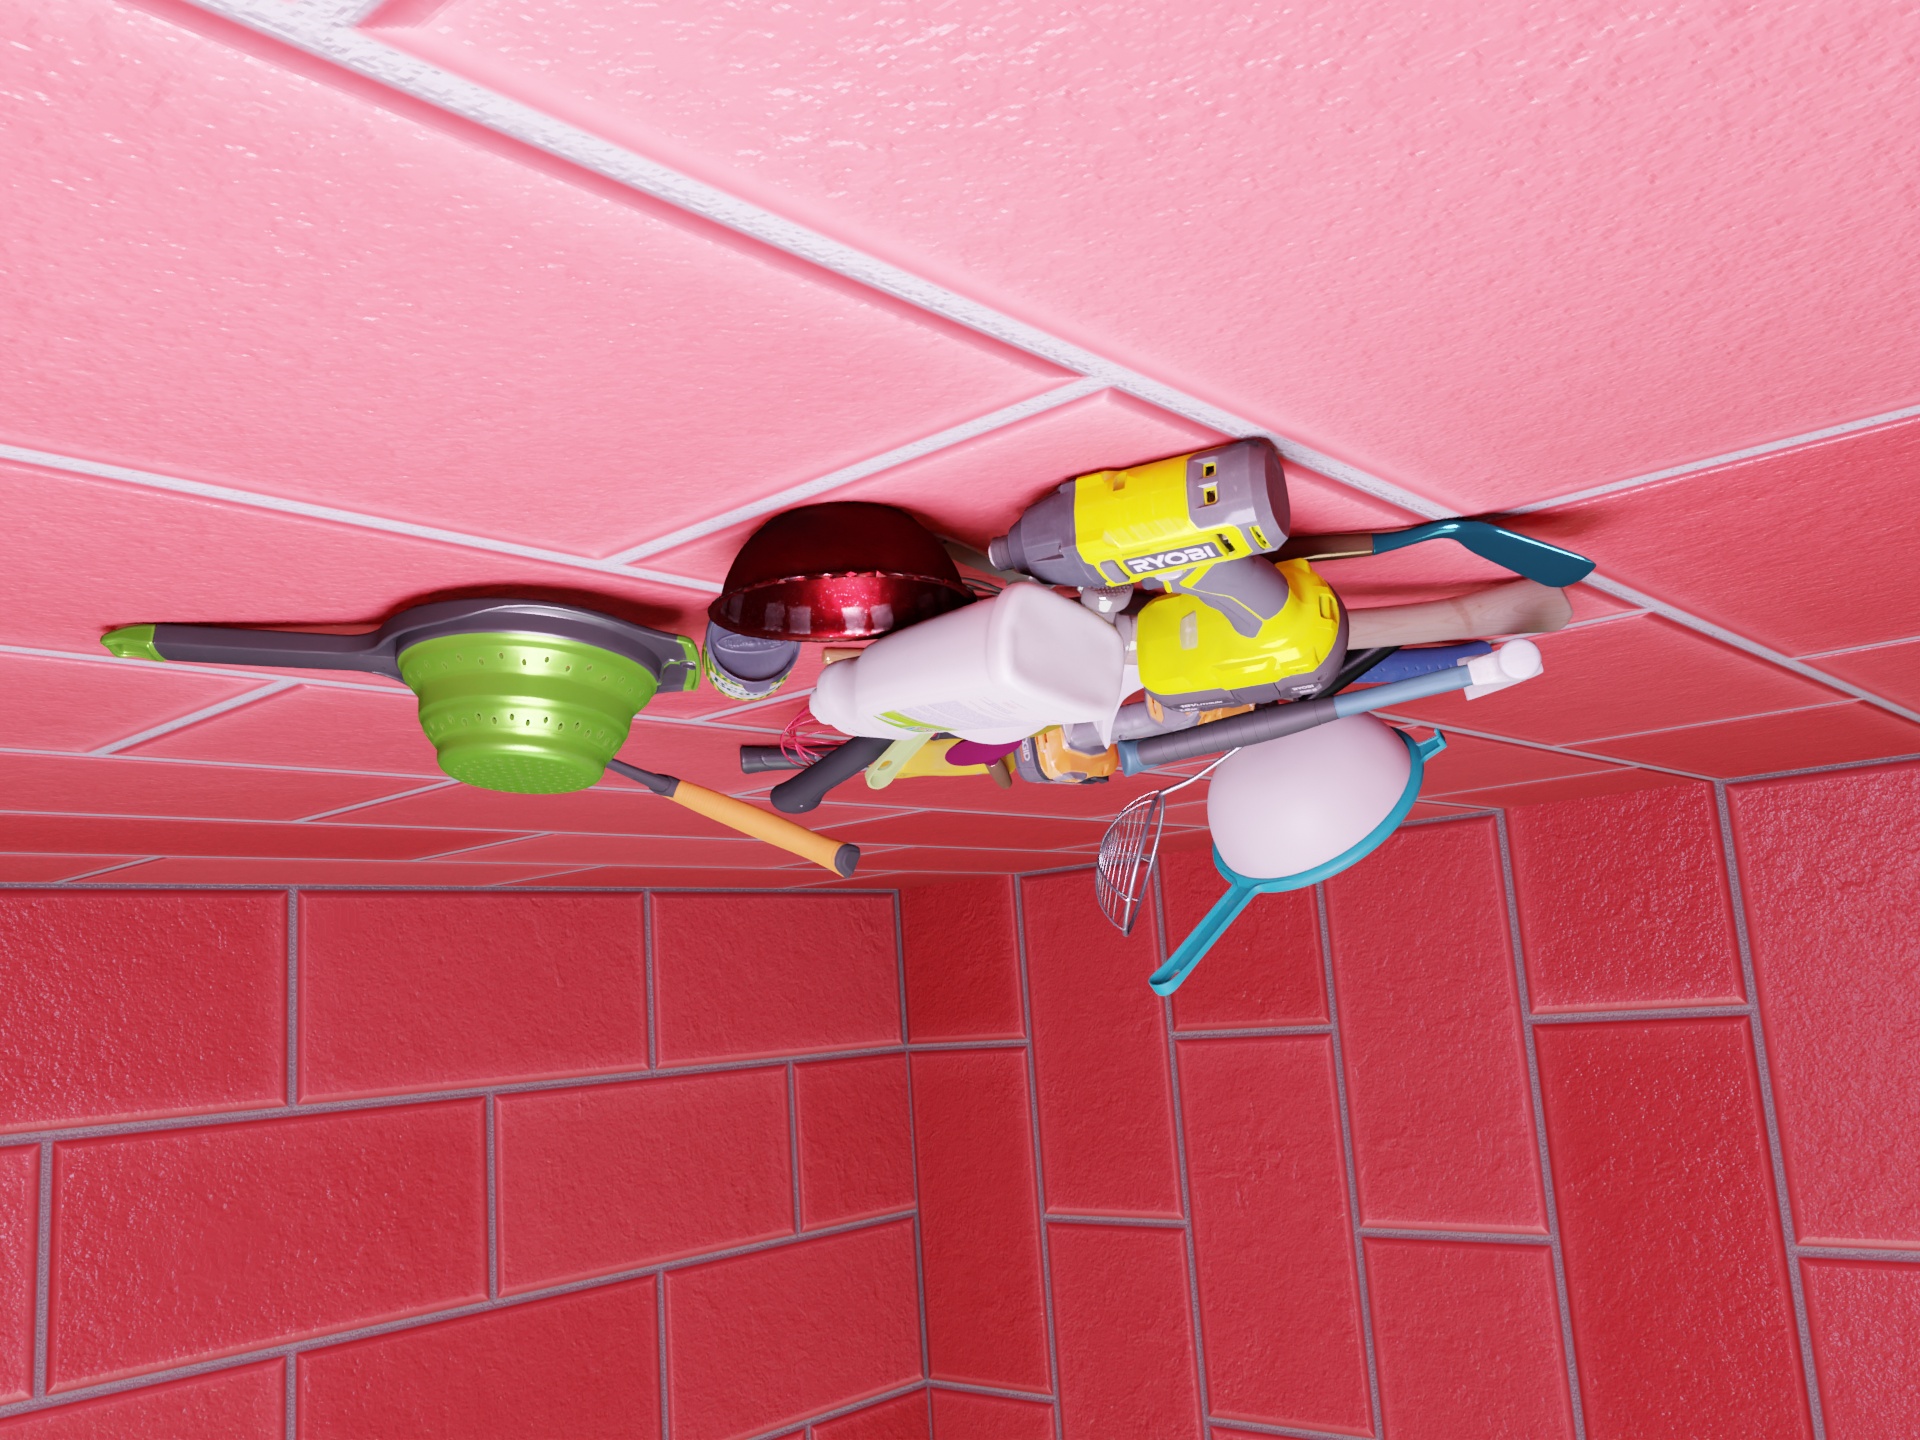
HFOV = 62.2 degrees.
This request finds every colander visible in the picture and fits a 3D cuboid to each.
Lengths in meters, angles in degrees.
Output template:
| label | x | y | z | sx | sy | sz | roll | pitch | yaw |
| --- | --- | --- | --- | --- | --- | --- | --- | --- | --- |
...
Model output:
| label | x | y | z | sx | sy | sz | roll | pitch | yaw |
| --- | --- | --- | --- | --- | --- | --- | --- | --- | --- |
| colander | -0.380 | -0.009 | 1.086 | 0.397 | 0.095 | 0.204 | 3 | 162 | -7 |

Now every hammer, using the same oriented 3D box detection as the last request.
| label | x | y | z | sx | sy | sz | roll | pitch | yaw |
| --- | --- | --- | --- | --- | --- | --- | --- | --- | --- |
| hammer | -0.044 | 0.040 | 1.775 | 0.408 | 0.036 | 0.149 | -1 | 168 | -17 |
| hammer | 0.265 | -0.060 | 1.173 | 0.410 | 0.038 | 0.146 | -5 | 137 | -17 |
| hammer | -0.252 | 0.071 | 1.474 | 0.337 | 0.034 | 0.127 | 23 | 168 | -3 |
| hammer | 0.278 | -0.008 | 1.231 | 0.331 | 0.033 | 0.128 | -14 | 175 | 19 |
| hammer | 0.289 | -0.041 | 1.343 | 0.405 | 0.035 | 0.144 | -3 | 143 | -29 |
| hammer | -0.062 | 0.007 | 1.359 | 0.146 | 0.035 | 0.334 | 11 | 149 | -39 |

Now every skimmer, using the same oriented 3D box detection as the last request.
| label | x | y | z | sx | sy | sz | roll | pitch | yaw |
| --- | --- | --- | --- | --- | --- | --- | --- | --- | --- |
| skimmer | 0.253 | 0.045 | 1.330 | 0.363 | 0.090 | 0.127 | -38 | 178 | 18 |

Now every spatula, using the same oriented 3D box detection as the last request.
| label | x | y | z | sx | sy | sz | roll | pitch | yaw |
| --- | --- | --- | --- | --- | --- | --- | --- | --- | --- |
| spatula | 0.245 | -0.103 | 1.046 | 0.317 | 0.044 | 0.082 | -4 | 174 | 4 |

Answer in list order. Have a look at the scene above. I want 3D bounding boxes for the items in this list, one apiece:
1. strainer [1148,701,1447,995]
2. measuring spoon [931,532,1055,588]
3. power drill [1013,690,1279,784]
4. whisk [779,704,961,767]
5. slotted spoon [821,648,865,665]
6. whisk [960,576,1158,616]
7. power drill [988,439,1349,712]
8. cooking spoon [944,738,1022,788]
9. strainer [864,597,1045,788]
| label | x | y | z | sx | sy | sz | roll | pitch | yaw |
| --- | --- | --- | --- | --- | --- | --- | --- | --- | --- |
| strainer | 0.257 | 0.091 | 1.404 | 0.340 | 0.095 | 0.211 | -46 | -156 | -21 |
| measuring spoon | 0.019 | -0.108 | 1.031 | 0.034 | 0.018 | 0.124 | -12 | 161 | 39 |
| power drill | 0.186 | 0.004 | 1.549 | 0.226 | 0.084 | 0.185 | -17 | 166 | 37 |
| whisk | -0.042 | 0.009 | 1.532 | 0.295 | 0.073 | 0.073 | -4 | 172 | -35 |
| slotted spoon | 0.029 | -0.044 | 1.349 | 0.313 | 0.031 | 0.070 | 3 | 163 | -27 |
| whisk | 0.055 | -0.077 | 1.128 | 0.239 | 0.055 | 0.055 | -3 | 171 | -33 |
| power drill | 0.134 | -0.082 | 0.961 | 0.171 | 0.080 | 0.223 | -10 | 155 | 26 |
| cooking spoon | 0.030 | 0.038 | 1.476 | 0.069 | 0.017 | 0.318 | -17 | 169 | 3 |
| strainer | 0.000 | 0.003 | 1.232 | 0.151 | 0.069 | 0.256 | 8 | 143 | -35 |
